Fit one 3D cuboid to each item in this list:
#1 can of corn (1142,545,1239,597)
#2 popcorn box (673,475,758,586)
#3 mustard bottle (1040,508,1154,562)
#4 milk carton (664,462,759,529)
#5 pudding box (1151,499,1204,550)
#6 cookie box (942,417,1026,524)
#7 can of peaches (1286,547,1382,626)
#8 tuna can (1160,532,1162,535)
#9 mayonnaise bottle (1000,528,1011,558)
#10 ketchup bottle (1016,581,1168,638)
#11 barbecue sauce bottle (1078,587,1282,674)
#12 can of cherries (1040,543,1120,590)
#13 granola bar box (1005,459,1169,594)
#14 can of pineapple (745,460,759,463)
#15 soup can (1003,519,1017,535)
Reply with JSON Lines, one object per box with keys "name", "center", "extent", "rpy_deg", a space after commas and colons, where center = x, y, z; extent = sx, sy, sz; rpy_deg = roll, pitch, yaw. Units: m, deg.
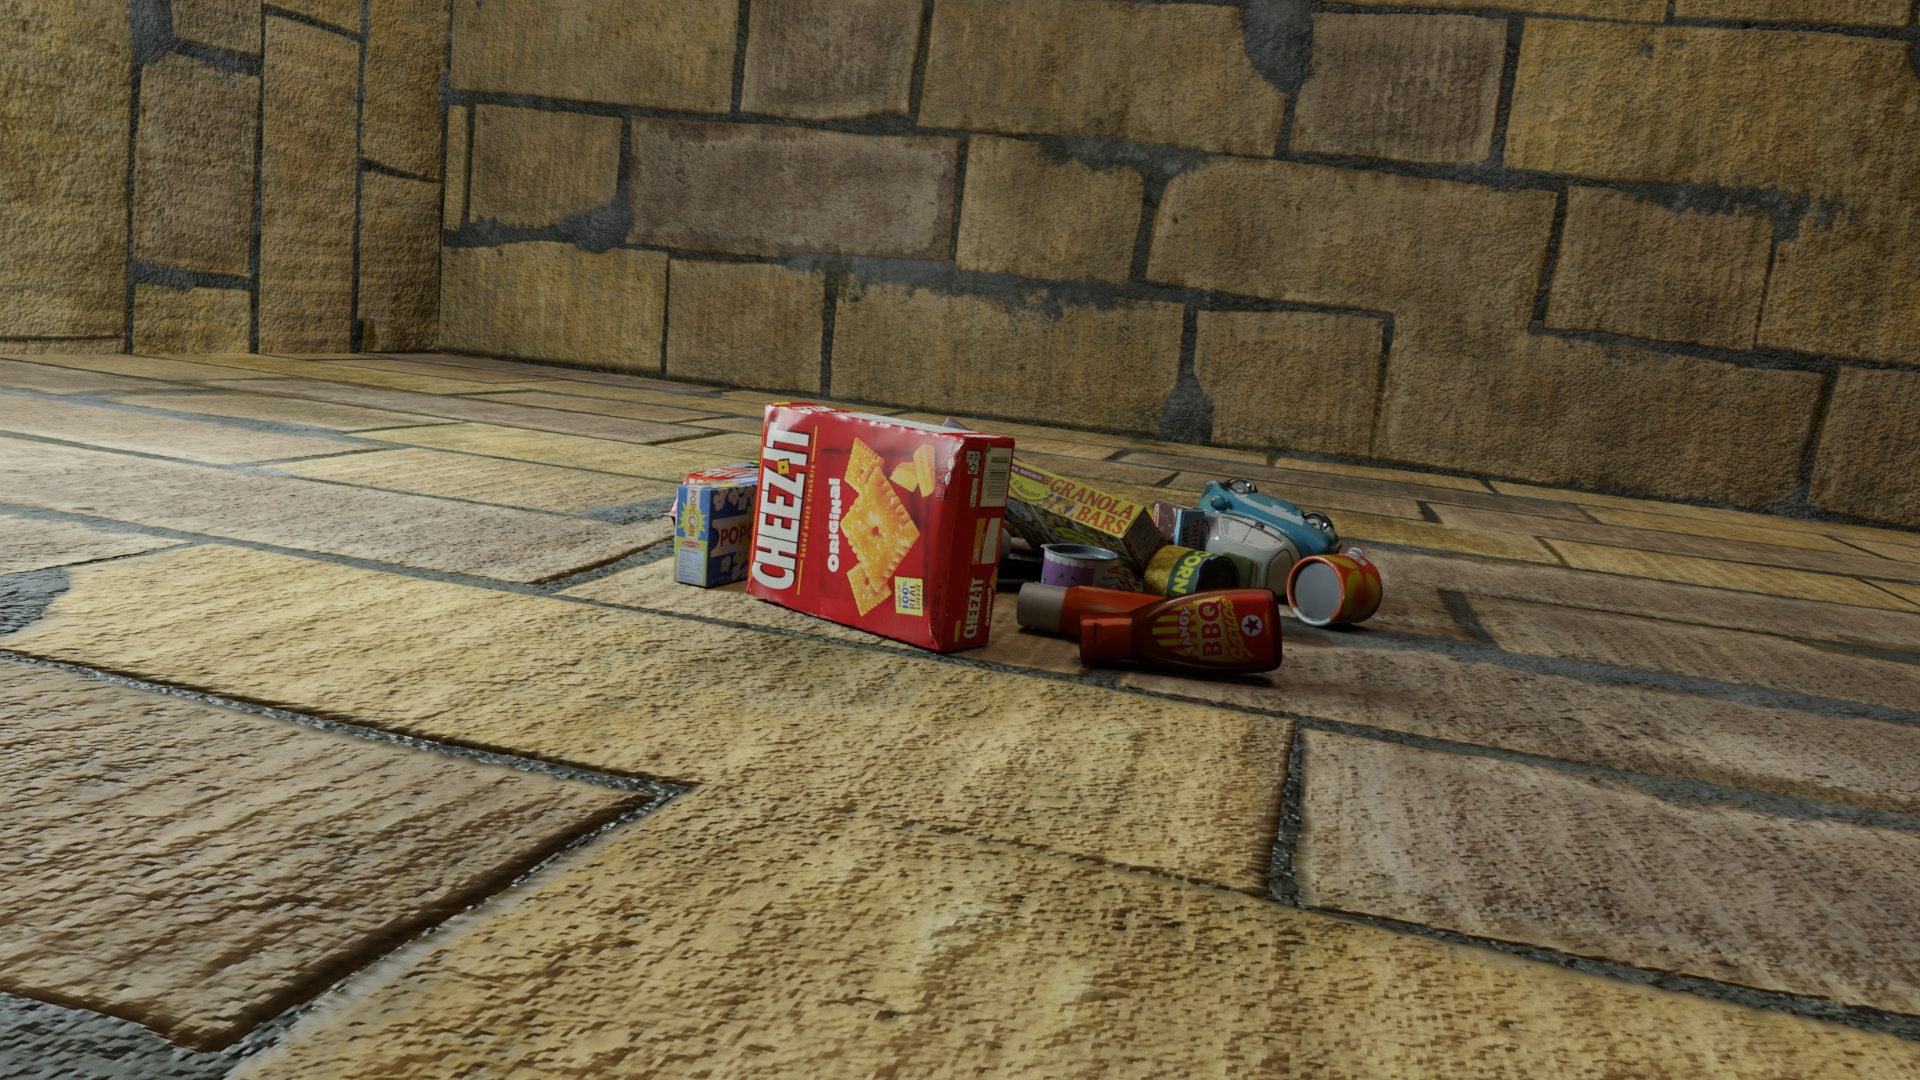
{"name": "can of corn", "center": [0.202, 0.039, 1.222], "extent": [0.071, 0.071, 0.058], "rpy_deg": [-3, 11, -44]}
{"name": "popcorn box", "center": [-0.199, -0.011, 1.224], "extent": [0.038, 0.085, 0.127], "rpy_deg": [9, 10, 24]}
{"name": "mustard bottle", "center": [0.150, 0.006, 1.422], "extent": [0.161, 0.065, 0.049], "rpy_deg": [-7, 16, -26]}
{"name": "milk carton", "center": [-0.217, -0.031, 1.375], "extent": [0.072, 0.073, 0.191], "rpy_deg": [8, 10, 14]}
{"name": "pudding box", "center": [0.215, 0.004, 1.397], "extent": [0.030, 0.083, 0.050], "rpy_deg": [1, 10, -30]}
{"name": "cookie box", "center": [0.048, -0.058, 1.478], "extent": [0.167, 0.040, 0.122], "rpy_deg": [32, -10, 6]}
{"name": "can of peaches", "center": [0.346, 0.043, 1.285], "extent": [0.058, 0.071, 0.071], "rpy_deg": [-2, 12, -38]}
{"name": "tuna can", "center": [0.170, 0.013, 1.379], "extent": [0.071, 0.071, 0.033], "rpy_deg": [1, 9, -30]}
{"name": "mayonnaise bottle", "center": [0.005, -0.017, 1.336], "extent": [0.065, 0.041, 0.147], "rpy_deg": [7, -20, 18]}
{"name": "ketchup bottle", "center": [0.121, 0.061, 1.118], "extent": [0.149, 0.043, 0.065], "rpy_deg": [8, 8, 15]}
{"name": "barbecue sauce bottle", "center": [0.164, 0.070, 1.046], "extent": [0.149, 0.065, 0.043], "rpy_deg": [-3, -13, 1]}
{"name": "can of cherries", "center": [0.101, 0.037, 1.209], "extent": [0.071, 0.058, 0.071], "rpy_deg": [5, 10, -1]}
{"name": "granola bar box", "center": [0.118, -0.006, 1.291], "extent": [0.166, 0.039, 0.124], "rpy_deg": [23, -20, 41]}
{"name": "can of pineapple", "center": [-0.209, -0.055, 1.538], "extent": [0.058, 0.071, 0.071], "rpy_deg": [8, 9, 16]}
{"name": "soup can", "center": [0.027, -0.042, 1.622], "extent": [0.084, 0.071, 0.071], "rpy_deg": [7, 9, 7]}
